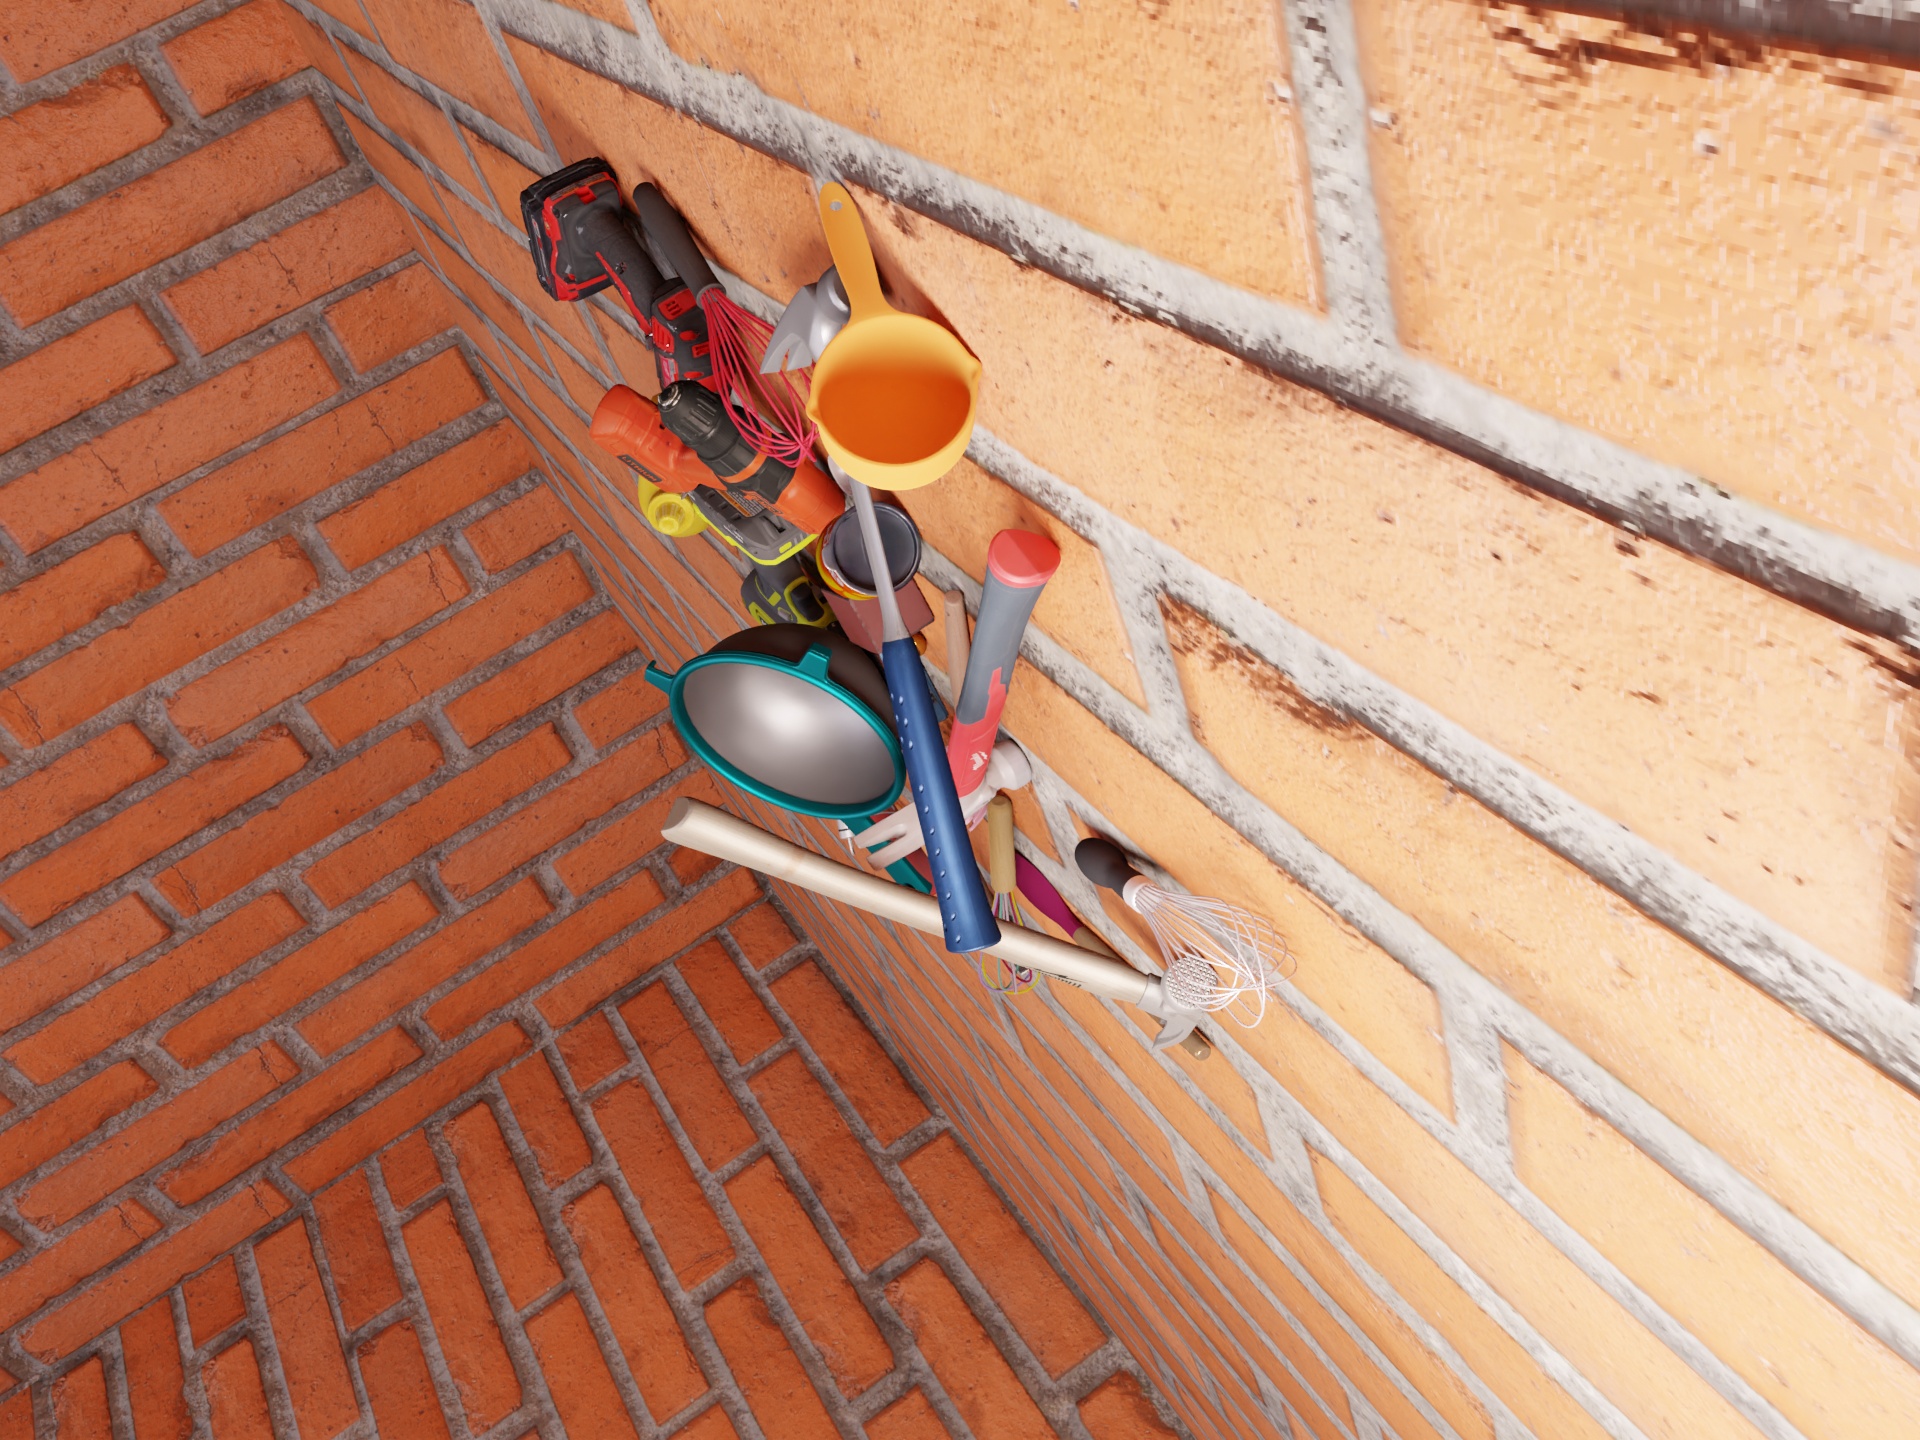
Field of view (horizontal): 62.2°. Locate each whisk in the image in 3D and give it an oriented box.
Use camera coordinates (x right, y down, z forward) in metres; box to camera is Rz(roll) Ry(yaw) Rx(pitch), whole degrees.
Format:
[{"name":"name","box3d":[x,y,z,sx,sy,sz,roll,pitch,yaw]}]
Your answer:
[{"name":"whisk","box3d":[0.130,0.123,1.021,0.070,0.070,0.285,61,171,-18]},{"name":"whisk","box3d":[-0.170,-0.291,1.134,0.296,0.073,0.073,58,169,27]},{"name":"whisk","box3d":[0.043,0.158,1.394,0.047,0.051,0.244,24,138,29]}]

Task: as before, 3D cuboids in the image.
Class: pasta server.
[{"name":"pasta server","box3d":[-0.002,-0.004,1.234,0.060,0.040,0.316,44,162,23]}]

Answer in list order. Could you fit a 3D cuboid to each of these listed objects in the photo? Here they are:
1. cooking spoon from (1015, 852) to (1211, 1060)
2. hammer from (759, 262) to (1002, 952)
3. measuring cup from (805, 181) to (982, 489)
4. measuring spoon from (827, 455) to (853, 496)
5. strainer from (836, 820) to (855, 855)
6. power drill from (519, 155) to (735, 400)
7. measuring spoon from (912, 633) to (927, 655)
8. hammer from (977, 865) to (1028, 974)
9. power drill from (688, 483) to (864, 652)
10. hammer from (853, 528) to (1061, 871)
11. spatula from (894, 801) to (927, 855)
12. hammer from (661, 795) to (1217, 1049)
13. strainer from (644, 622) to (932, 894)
[{"name":"cooking spoon","box3d":[0.112,0.189,1.316,0.319,0.017,0.068,40,159,55]},{"name":"hammer","box3d":[-0.042,-0.060,0.960,0.144,0.035,0.405,-4,100,66]},{"name":"measuring cup","box3d":[-0.047,-0.207,0.865,0.052,0.095,0.174,89,164,-75]},{"name":"measuring spoon","box3d":[-0.060,-0.177,1.101,0.034,0.018,0.124,61,160,-16]},{"name":"strainer","box3d":[-0.131,0.008,1.592,0.087,0.050,0.258,178,81,-85]},{"name":"power drill","box3d":[-0.260,-0.339,1.289,0.220,0.078,0.143,48,158,21]},{"name":"measuring spoon","box3d":[-0.053,-0.081,1.304,0.117,0.011,0.021,44,162,55]},{"name":"hammer","box3d":[0.012,0.153,1.471,0.130,0.031,0.331,48,173,25]},{"name":"power drill","box3d":[-0.145,-0.124,1.390,0.191,0.080,0.228,43,163,35]},{"name":"hammer","box3d":[0.001,-0.006,1.034,0.038,0.143,0.386,54,163,17]},{"name":"spatula","box3d":[-0.067,0.118,1.749,0.323,0.041,0.080,46,162,36]},{"name":"hammer","box3d":[-0.022,0.145,1.162,0.410,0.038,0.146,20,157,5]},{"name":"strainer","box3d":[-0.101,0.026,1.379,0.211,0.095,0.340,-4,138,34]}]
